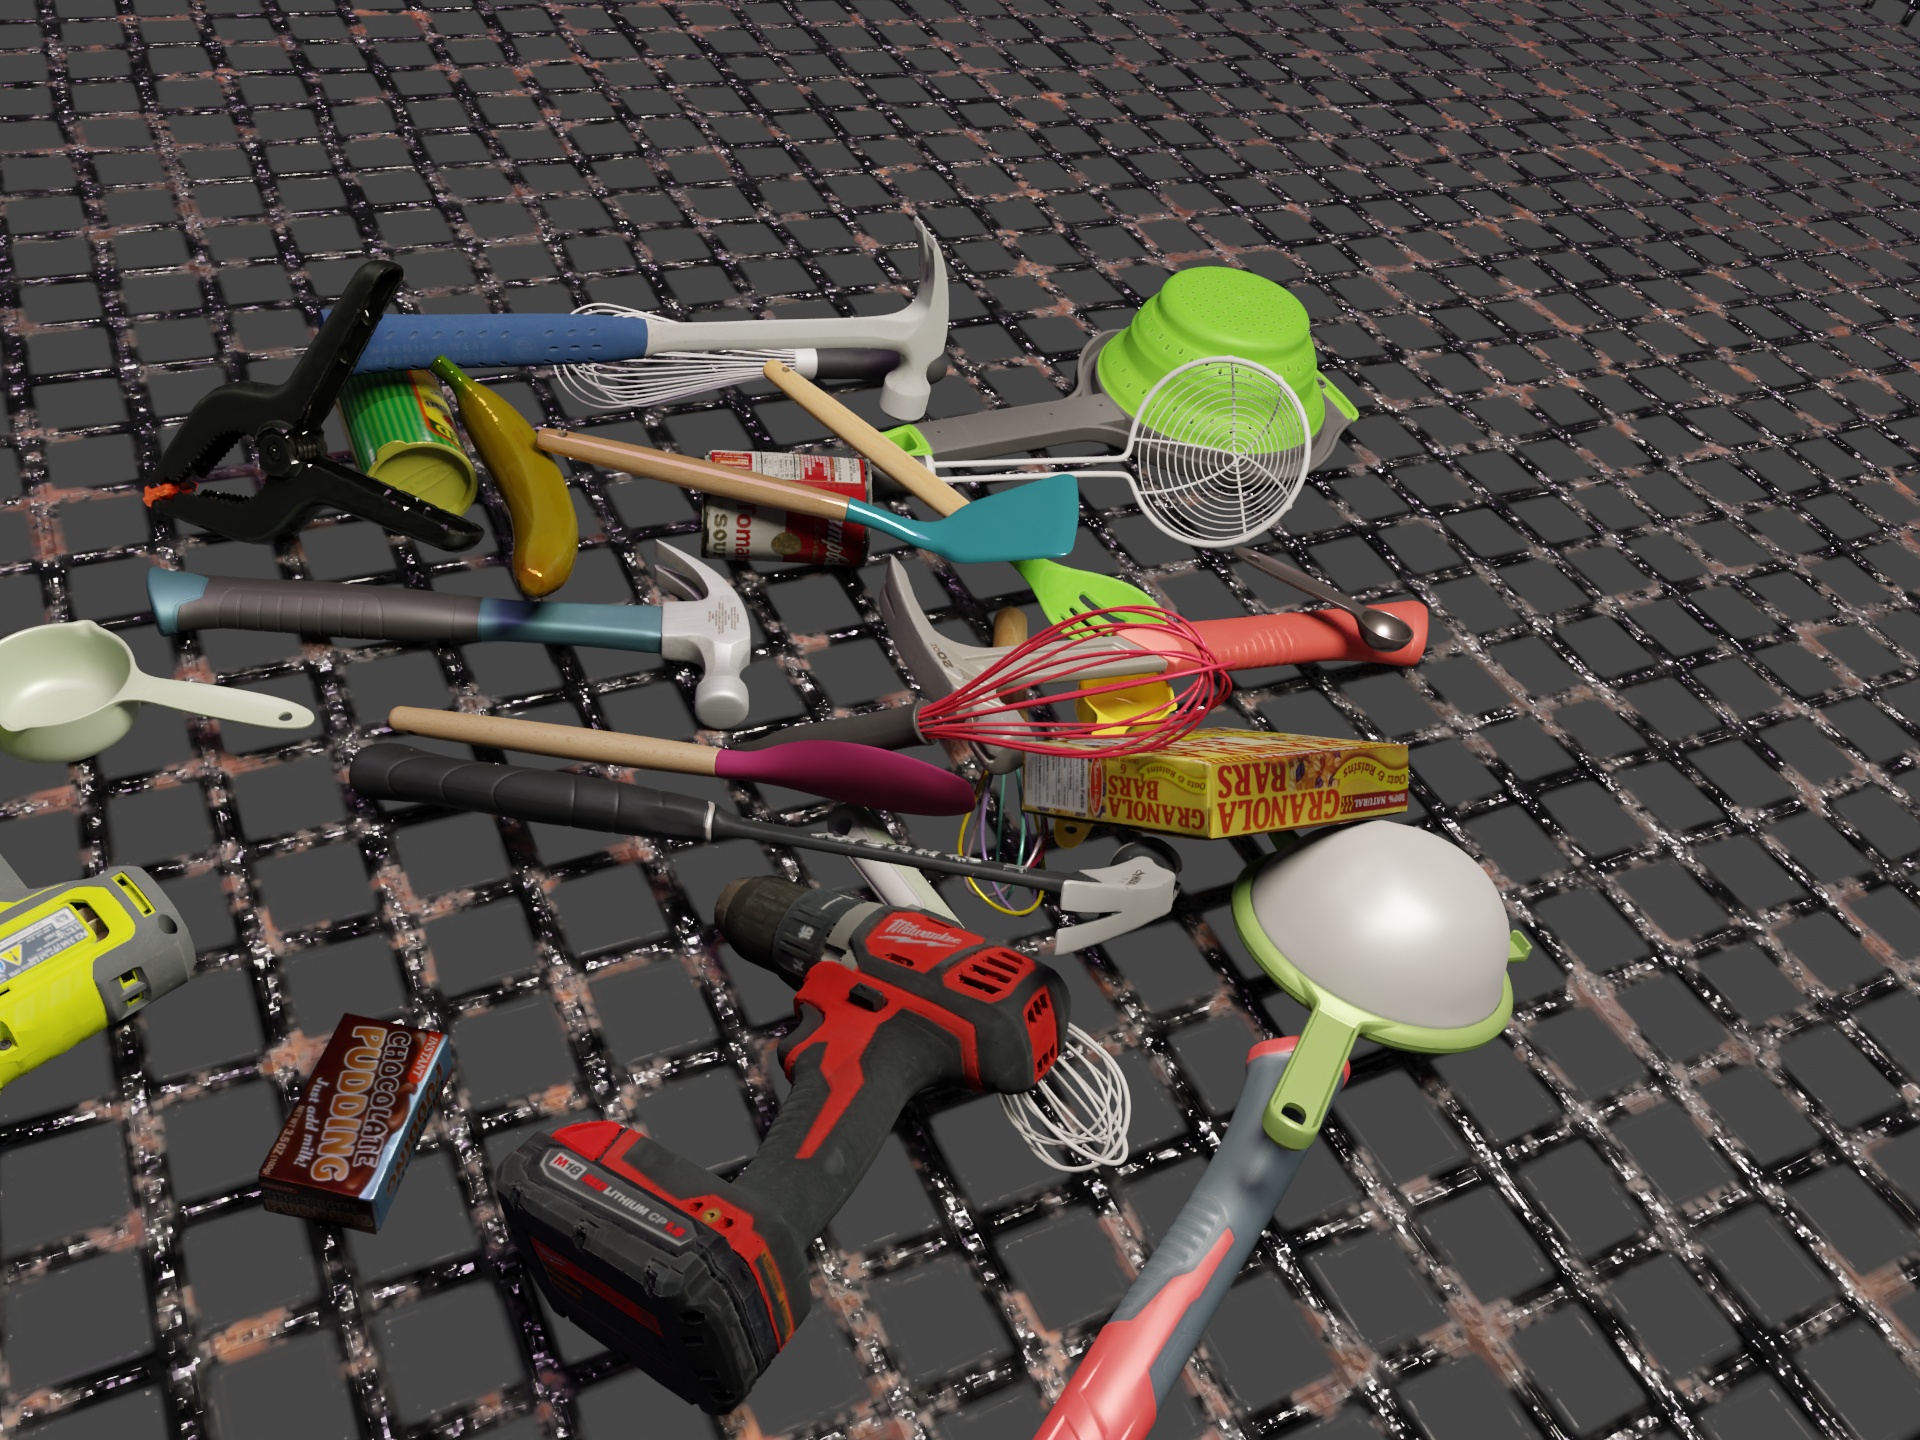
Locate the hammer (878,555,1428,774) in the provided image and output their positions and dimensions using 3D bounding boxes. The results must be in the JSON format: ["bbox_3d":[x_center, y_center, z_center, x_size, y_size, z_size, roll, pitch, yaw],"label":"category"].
[{"bbox_3d":[0.133,-0.049,0.940,0.359,0.036,0.149,-7,47,-30],"label":"hammer"}]

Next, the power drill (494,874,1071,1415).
[{"bbox_3d":[-0.085,0.153,0.675,0.188,0.080,0.227,17,42,34],"label":"power drill"}]

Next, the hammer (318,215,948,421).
[{"bbox_3d":[-0.191,-0.249,1.013,0.405,0.144,0.035,-8,48,-26],"label":"hammer"}]

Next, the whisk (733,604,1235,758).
[{"bbox_3d":[-0.001,-0.003,0.786,0.296,0.073,0.073,-12,32,34],"label":"whisk"}]

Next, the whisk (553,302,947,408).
[{"bbox_3d":[-0.142,-0.254,1.119,0.284,0.070,0.070,-3,45,-22],"label":"whisk"}]

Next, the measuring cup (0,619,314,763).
[{"bbox_3d":[-0.414,-0.004,0.813,0.167,0.038,0.083,10,43,-5],"label":"measuring cup"}]

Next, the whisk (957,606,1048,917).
[{"bbox_3d":[0.025,0.013,0.888,0.047,0.051,0.245,4,41,-1],"label":"whisk"}]

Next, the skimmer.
[{"bbox_3d":[0.044,-0.170,1.044,0.363,0.127,0.090,-4,1,-11],"label":"skimmer"}]

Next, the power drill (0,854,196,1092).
[{"bbox_3d":[-0.472,0.077,0.690,0.223,0.080,0.171,39,49,21],"label":"power drill"}]

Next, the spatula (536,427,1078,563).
[{"bbox_3d":[-0.090,-0.139,0.933,0.317,0.044,0.082,12,44,-4],"label":"spatula"}]

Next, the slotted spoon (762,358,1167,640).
[{"bbox_3d":[-0.004,-0.136,1.007,0.314,0.031,0.070,38,48,10],"label":"slotted spoon"}]

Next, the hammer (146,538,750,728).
[{"bbox_3d":[-0.285,-0.057,0.898,0.331,0.033,0.128,3,45,-9],"label":"hammer"}]

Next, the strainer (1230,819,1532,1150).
[{"bbox_3d":[0.196,0.111,0.760,0.151,0.069,0.256,27,30,15],"label":"strainer"}]

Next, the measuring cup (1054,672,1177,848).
[{"bbox_3d":[0.078,0.023,0.900,0.062,0.029,0.157,20,46,8],"label":"measuring cup"}]

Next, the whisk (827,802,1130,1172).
[{"bbox_3d":[0.002,0.121,0.770,0.059,0.058,0.247,17,24,-49],"label":"whisk"}]

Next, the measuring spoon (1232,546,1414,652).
[{"bbox_3d":[0.217,-0.073,0.969,0.124,0.018,0.034,32,35,24],"label":"measuring spoon"}]

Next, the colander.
[{"bbox_3d":[0.121,-0.252,1.142,0.397,0.094,0.205,-14,49,-25],"label":"colander"}]

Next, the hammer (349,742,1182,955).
[{"bbox_3d":[-0.105,0.053,0.754,0.409,0.036,0.149,8,5,14],"label":"hammer"}]

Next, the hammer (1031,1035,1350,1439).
[{"bbox_3d":[0.081,0.270,0.637,0.143,0.038,0.386,31,47,18],"label":"hammer"}]

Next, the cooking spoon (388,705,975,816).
[{"bbox_3d":[-0.148,0.019,0.819,0.319,0.068,0.017,8,63,12],"label":"cooking spoon"}]
